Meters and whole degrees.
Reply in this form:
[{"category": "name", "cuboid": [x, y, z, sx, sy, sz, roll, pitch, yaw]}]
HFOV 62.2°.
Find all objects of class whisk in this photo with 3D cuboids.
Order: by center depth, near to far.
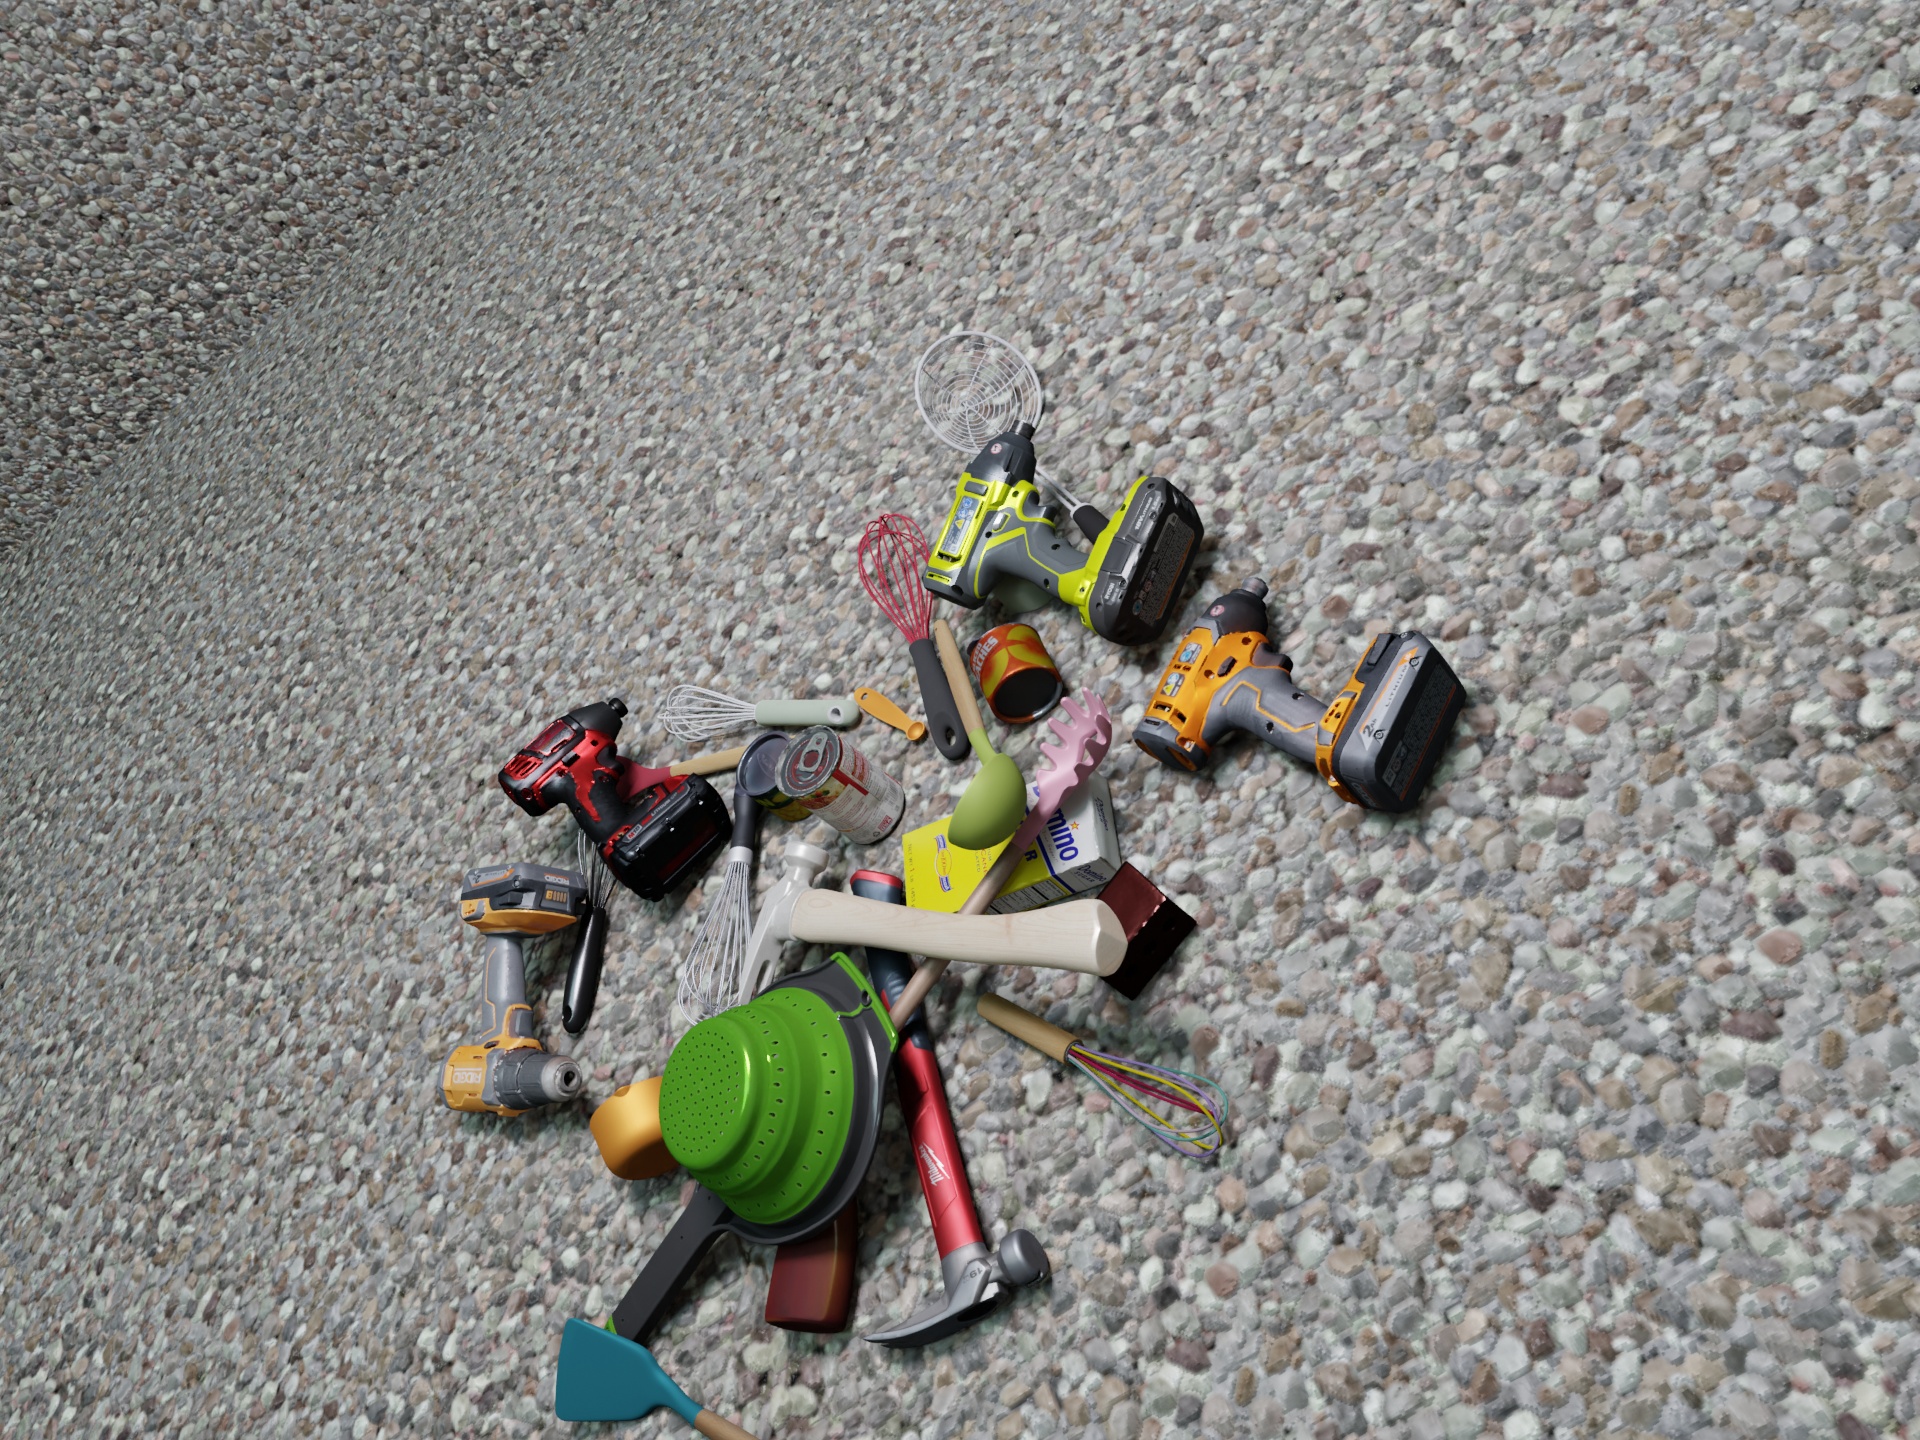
[{"category": "whisk", "cuboid": [0.096, 0.243, 1.140, 0.245, 0.047, 0.051, 20, 76, 47]}, {"category": "whisk", "cuboid": [-0.201, 0.153, 1.428, 0.070, 0.070, 0.285, -20, 46, 26]}, {"category": "whisk", "cuboid": [-0.040, -0.083, 1.462, 0.073, 0.073, 0.296, -31, 53, 17]}, {"category": "whisk", "cuboid": [-0.356, 0.184, 1.531, 0.055, 0.055, 0.239, -14, 58, 31]}, {"category": "whisk", "cuboid": [-0.197, -0.007, 1.542, 0.246, 0.059, 0.058, 0, 98, 34]}]

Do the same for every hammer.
[{"category": "hammer", "cuboid": [-0.034, 0.168, 1.203, 0.411, 0.038, 0.146, -3, 63, 51]}, {"category": "hammer", "cuboid": [-0.046, 0.280, 1.229, 0.143, 0.038, 0.387, -34, 46, 17]}]

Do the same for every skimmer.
[{"category": "skimmer", "cuboid": [0.078, -0.242, 1.451, 0.127, 0.090, 0.364, -21, 44, -18]}]

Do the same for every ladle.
[{"category": "ladle", "cuboid": [-0.002, -0.004, 1.295, 0.320, 0.062, 0.078, -108, 35, -56]}, {"category": "ladle", "cuboid": [-0.262, 0.045, 1.567, 0.315, 0.031, 0.069, -13, 55, 29]}]

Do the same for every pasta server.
[{"category": "pasta server", "cuboid": [0.023, 0.116, 1.224, 0.316, 0.040, 0.060, -55, 30, -2]}]

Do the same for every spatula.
[{"category": "spatula", "cuboid": [-0.180, 0.526, 1.161, 0.318, 0.044, 0.082, 9, 92, 39]}]

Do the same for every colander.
[{"category": "colander", "cuboid": [-0.203, 0.348, 1.205, 0.397, 0.094, 0.205, -55, 44, 14]}]

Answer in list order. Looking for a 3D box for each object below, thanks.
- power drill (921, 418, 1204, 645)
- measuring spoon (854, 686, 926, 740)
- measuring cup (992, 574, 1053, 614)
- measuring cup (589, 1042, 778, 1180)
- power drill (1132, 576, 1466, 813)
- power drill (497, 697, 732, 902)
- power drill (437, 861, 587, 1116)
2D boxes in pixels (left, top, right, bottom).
[{"category": "power drill", "cuboid": [0.085, -0.161, 1.351, 0.223, 0.080, 0.171, 22, 87, 37]}, {"category": "measuring spoon", "cuboid": [-0.065, -0.006, 1.461, 0.021, 0.011, 0.117, -52, 40, -5]}, {"category": "measuring cup", "cuboid": [0.028, -0.153, 1.465, 0.168, 0.038, 0.083, 25, 78, 43]}, {"category": "measuring cup", "cuboid": [-0.219, 0.321, 1.318, 0.173, 0.095, 0.052, -26, 56, -5]}, {"category": "power drill", "cuboid": [0.250, -0.027, 1.179, 0.227, 0.084, 0.164, 15, 71, 47]}, {"category": "power drill", "cuboid": [-0.328, 0.065, 1.520, 0.220, 0.078, 0.143, 31, 64, 33]}, {"category": "power drill", "cuboid": [-0.402, 0.249, 1.466, 0.185, 0.084, 0.226, -11, 69, 43]}]
